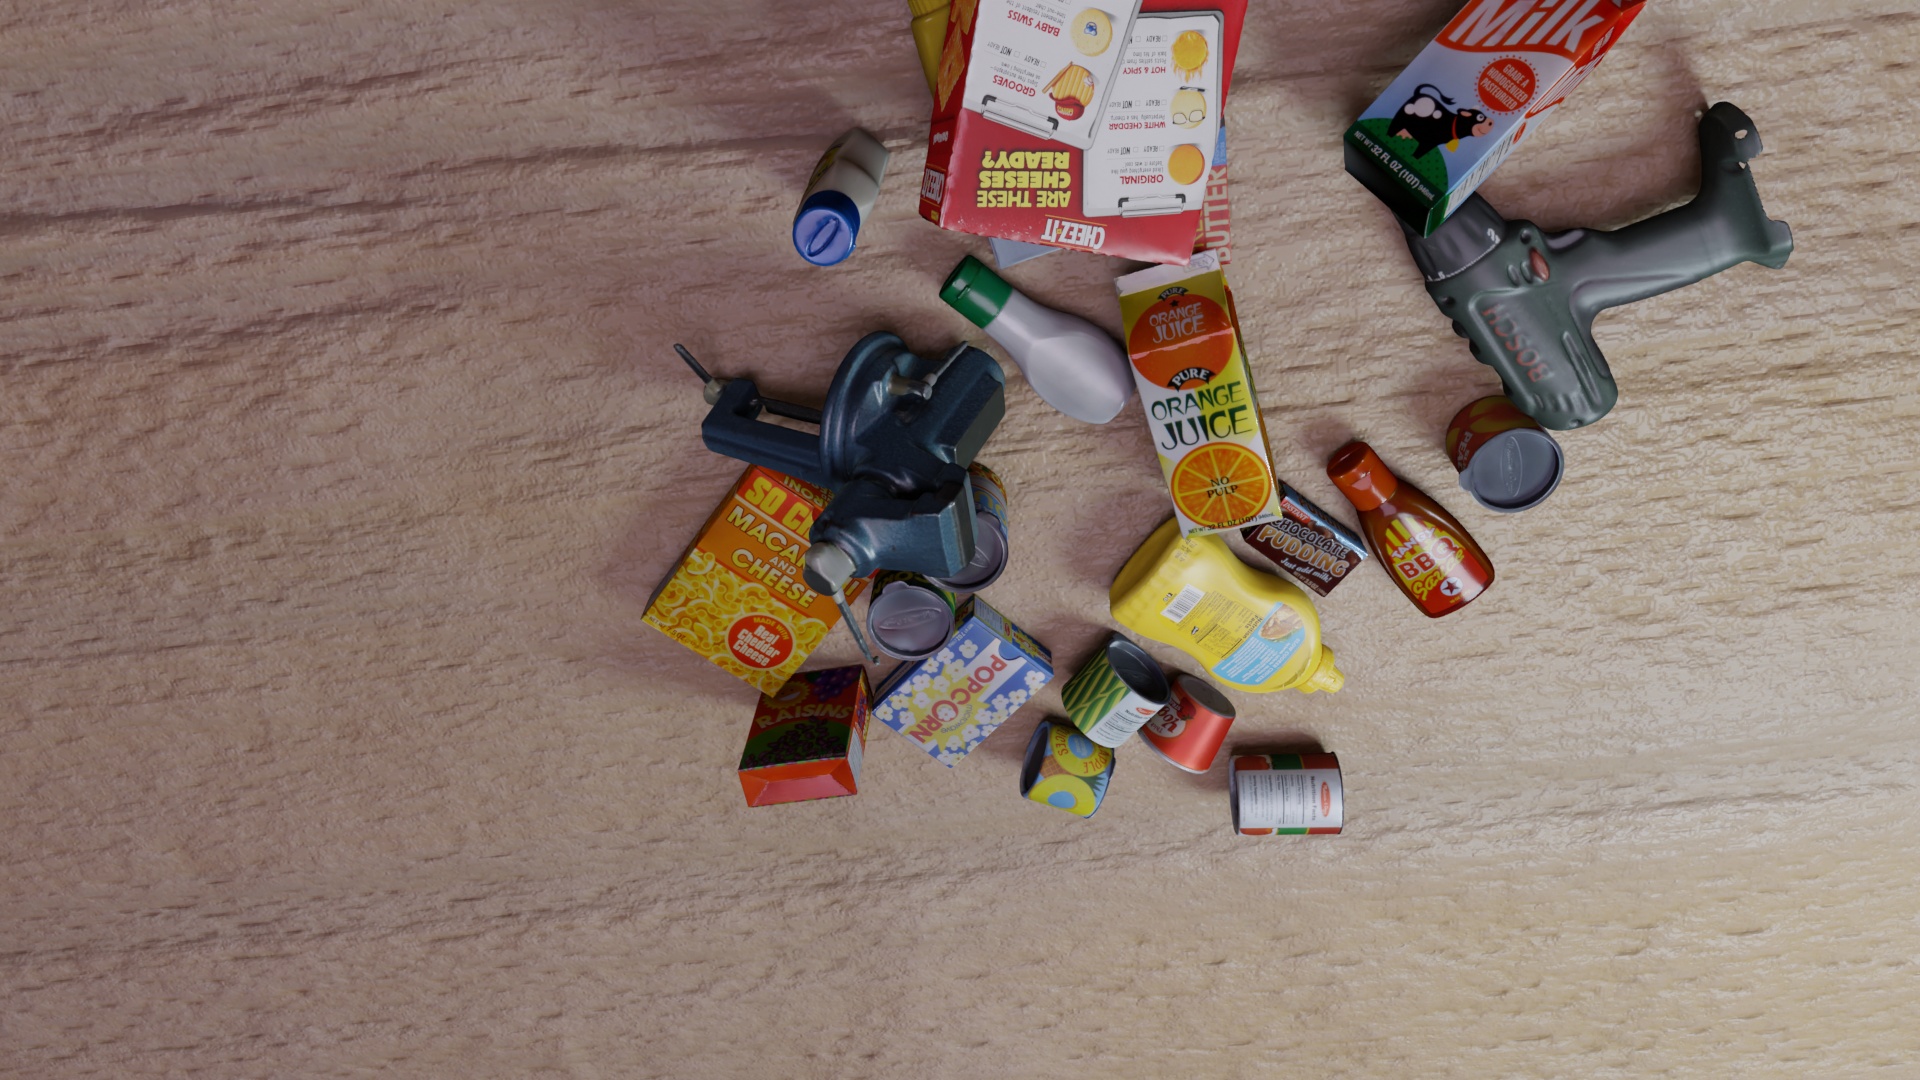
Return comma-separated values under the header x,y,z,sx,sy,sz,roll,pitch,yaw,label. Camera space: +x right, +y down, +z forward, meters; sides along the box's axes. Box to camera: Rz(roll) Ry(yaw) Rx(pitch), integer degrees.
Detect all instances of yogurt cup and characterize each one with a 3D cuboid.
x,y,z,sx,sy,sz,roll,pitch,yaw,label
0.181,0.143,1.102,0.072,0.072,0.053,27,109,-12,yogurt cup

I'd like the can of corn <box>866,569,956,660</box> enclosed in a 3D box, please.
x,y,z,sx,sy,sz,roll,pitch,yaw,label
-0.037,0.046,1.058,0.071,0.058,0.070,1,119,2,can of corn

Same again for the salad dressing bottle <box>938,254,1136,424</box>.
x,y,z,sx,sy,sz,roll,pitch,yaw,label
0.054,-0.140,0.961,0.147,0.044,0.064,35,116,-15,salad dressing bottle

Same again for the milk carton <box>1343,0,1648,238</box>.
x,y,z,sx,sy,sz,roll,pitch,yaw,label
0.322,-0.281,0.831,0.190,0.073,0.072,-46,77,9,milk carton

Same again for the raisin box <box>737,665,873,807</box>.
x,y,z,sx,sy,sz,roll,pitch,yaw,label
-0.117,0.151,1.081,0.086,0.124,0.040,-9,118,7,raisin box

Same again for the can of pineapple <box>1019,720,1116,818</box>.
x,y,z,sx,sy,sz,roll,pitch,yaw,label
0.086,0.184,1.124,0.058,0.071,0.070,19,118,-8,can of pineapple

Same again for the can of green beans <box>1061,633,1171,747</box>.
x,y,z,sx,sy,sz,roll,pitch,yaw,label
0.121,0.119,1.087,0.071,0.071,0.057,34,118,-16,can of green beans

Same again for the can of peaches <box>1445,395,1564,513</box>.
x,y,z,sx,sy,sz,roll,pitch,yaw,label
0.382,-0.061,0.984,0.071,0.058,0.071,1,120,2,can of peaches

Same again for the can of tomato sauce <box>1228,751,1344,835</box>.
x,y,z,sx,sy,sz,roll,pitch,yaw,label
0.264,0.207,1.133,0.083,0.071,0.070,-2,119,4,can of tomato sauce

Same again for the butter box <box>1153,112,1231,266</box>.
x,y,z,sx,sy,sz,roll,pitch,yaw,label
0.150,-0.232,0.918,0.053,0.024,0.103,-7,118,6,butter box

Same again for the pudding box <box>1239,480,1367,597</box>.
x,y,z,sx,sy,sz,roll,pitch,yaw,label
0.256,-0.001,1.037,0.083,0.030,0.049,34,114,-16,pudding box

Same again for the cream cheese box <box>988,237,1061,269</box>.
x,y,z,sx,sy,sz,roll,pitch,yaw,label
0.066,-0.223,0.925,0.104,0.024,0.053,-16,117,11,cream cheese box

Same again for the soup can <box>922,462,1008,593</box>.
x,y,z,sx,sy,sz,roll,pitch,yaw,label
0.004,-0.013,1.009,0.071,0.084,0.071,1,119,1,soup can

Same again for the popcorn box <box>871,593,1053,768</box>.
x,y,z,sx,sy,sz,roll,pitch,yaw,label
0.001,0.114,1.105,0.085,0.038,0.126,38,114,-16,popcorn box

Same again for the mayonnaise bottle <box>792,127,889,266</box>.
x,y,z,sx,sy,sz,roll,pitch,yaw,label
-0.077,-0.211,0.866,0.041,0.149,0.064,35,114,-16,mayonnaise bottle

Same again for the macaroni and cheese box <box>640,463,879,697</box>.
x,y,z,sx,sy,sz,roll,pitch,yaw,label
-0.147,0.028,1.062,0.123,0.040,0.165,33,115,-16,macaroni and cheese box

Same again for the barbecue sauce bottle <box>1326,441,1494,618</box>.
x,y,z,sx,sy,sz,roll,pitch,yaw,label
0.327,-0.010,1.022,0.064,0.044,0.148,-38,111,21,barbecue sauce bottle

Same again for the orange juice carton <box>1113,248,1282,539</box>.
x,y,z,sx,sy,sz,roll,pitch,yaw,label
0.165,-0.103,0.958,0.072,0.073,0.192,-13,118,16,orange juice carton

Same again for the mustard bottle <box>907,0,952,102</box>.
x,y,z,sx,sy,sz,roll,pitch,yaw,label
0.006,-0.301,0.870,0.065,0.049,0.159,-24,115,5,mustard bottle
